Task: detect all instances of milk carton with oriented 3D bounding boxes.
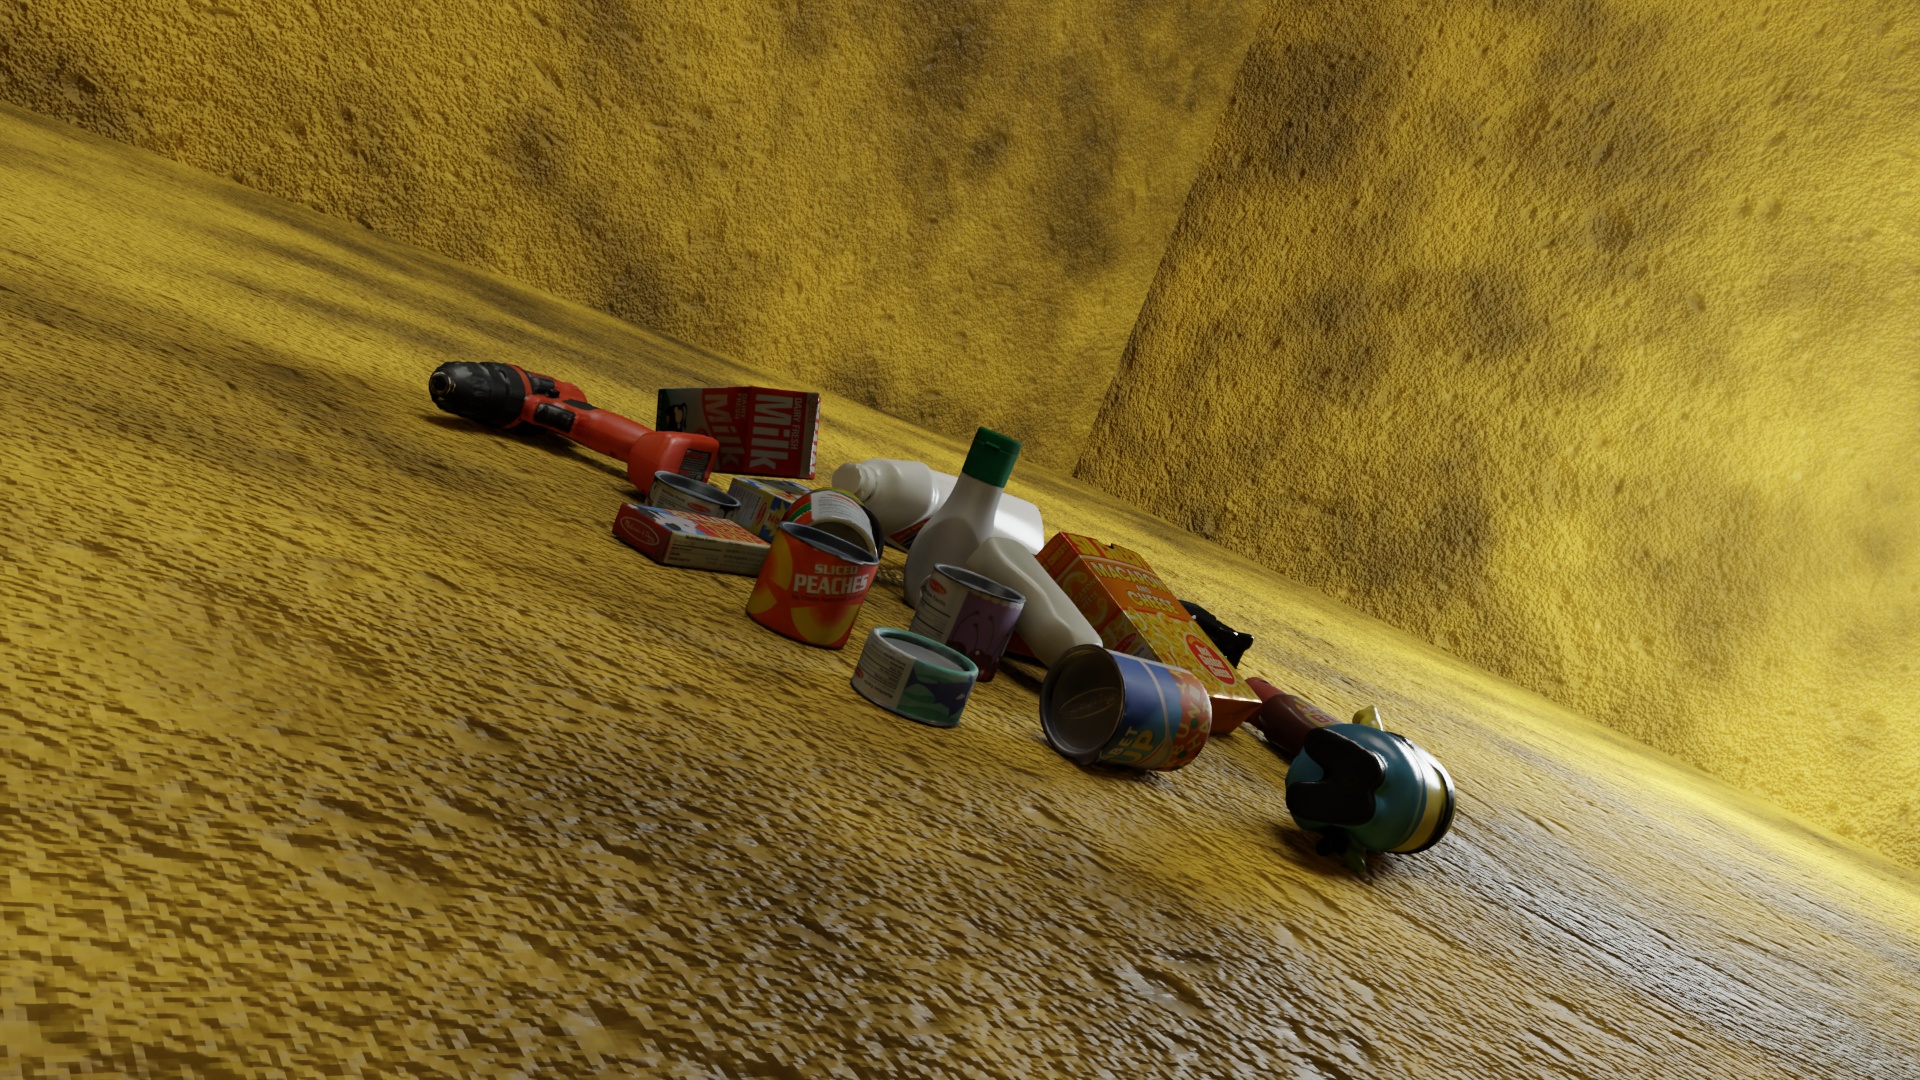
[{"bbox_3d":[-0.180,-0.091,1.179,0.073,0.072,0.190,5,1,-42],"label":"milk carton"}]

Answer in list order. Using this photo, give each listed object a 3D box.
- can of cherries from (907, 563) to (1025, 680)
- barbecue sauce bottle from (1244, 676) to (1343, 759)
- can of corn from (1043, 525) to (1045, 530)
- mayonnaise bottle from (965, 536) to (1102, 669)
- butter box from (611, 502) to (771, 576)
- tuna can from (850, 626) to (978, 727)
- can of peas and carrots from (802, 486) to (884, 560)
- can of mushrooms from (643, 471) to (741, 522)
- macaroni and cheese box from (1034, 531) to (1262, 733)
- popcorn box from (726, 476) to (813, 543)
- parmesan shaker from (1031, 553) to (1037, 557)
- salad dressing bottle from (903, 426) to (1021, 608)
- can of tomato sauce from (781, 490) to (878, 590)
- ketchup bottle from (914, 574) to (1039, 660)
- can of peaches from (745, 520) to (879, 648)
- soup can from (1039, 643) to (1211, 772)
[{"bbox_3d":[0.005,0.055,0.926,0.071,0.058,0.071,21,6,-2],"label":"can of cherries"},{"bbox_3d":[0.268,0.149,1.076,0.065,0.043,0.149,17,8,-29],"label":"barbecue sauce bottle"},{"bbox_3d":[0.052,0.000,1.485,0.071,0.058,0.071,22,7,-3],"label":"can of corn"},{"bbox_3d":[0.063,0.060,0.964,0.065,0.041,0.148,24,22,-51],"label":"mayonnaise bottle"},{"bbox_3d":[-0.176,0.000,0.926,0.053,0.024,0.103,27,9,32],"label":"butter box"},{"bbox_3d":[-0.023,0.076,0.780,0.071,0.032,0.071,21,7,-3],"label":"tuna can"},{"bbox_3d":[-0.097,-0.004,1.029,0.071,0.071,0.059,20,6,-17],"label":"can of peas and carrots"},{"bbox_3d":[-0.195,-0.023,1.008,0.071,0.033,0.071,21,7,-3],"label":"can of mushrooms"},{"bbox_3d":[0.142,0.070,1.057,0.124,0.040,0.167,14,34,-52],"label":"macaroni and cheese box"},{"bbox_3d":[-0.131,-0.018,1.143,0.085,0.038,0.127,24,7,15],"label":"popcorn box"},{"bbox_3d":[0.068,0.047,1.156,0.071,0.071,0.103,27,8,38],"label":"parmesan shaker"},{"bbox_3d":[0.004,-0.013,1.070,0.064,0.147,0.044,23,6,9],"label":"salad dressing bottle"},{"bbox_3d":[-0.092,0.008,0.953,0.071,0.071,0.083,21,10,-12],"label":"can of tomato sauce"},{"bbox_3d":[0.035,0.060,1.041,0.149,0.043,0.065,17,18,-34],"label":"ketchup bottle"},{"bbox_3d":[-0.089,0.028,0.844,0.071,0.058,0.071,22,7,-3],"label":"can of peaches"},{"bbox_3d":[0.099,0.104,0.826,0.084,0.071,0.071,17,8,-41],"label":"soup can"}]
